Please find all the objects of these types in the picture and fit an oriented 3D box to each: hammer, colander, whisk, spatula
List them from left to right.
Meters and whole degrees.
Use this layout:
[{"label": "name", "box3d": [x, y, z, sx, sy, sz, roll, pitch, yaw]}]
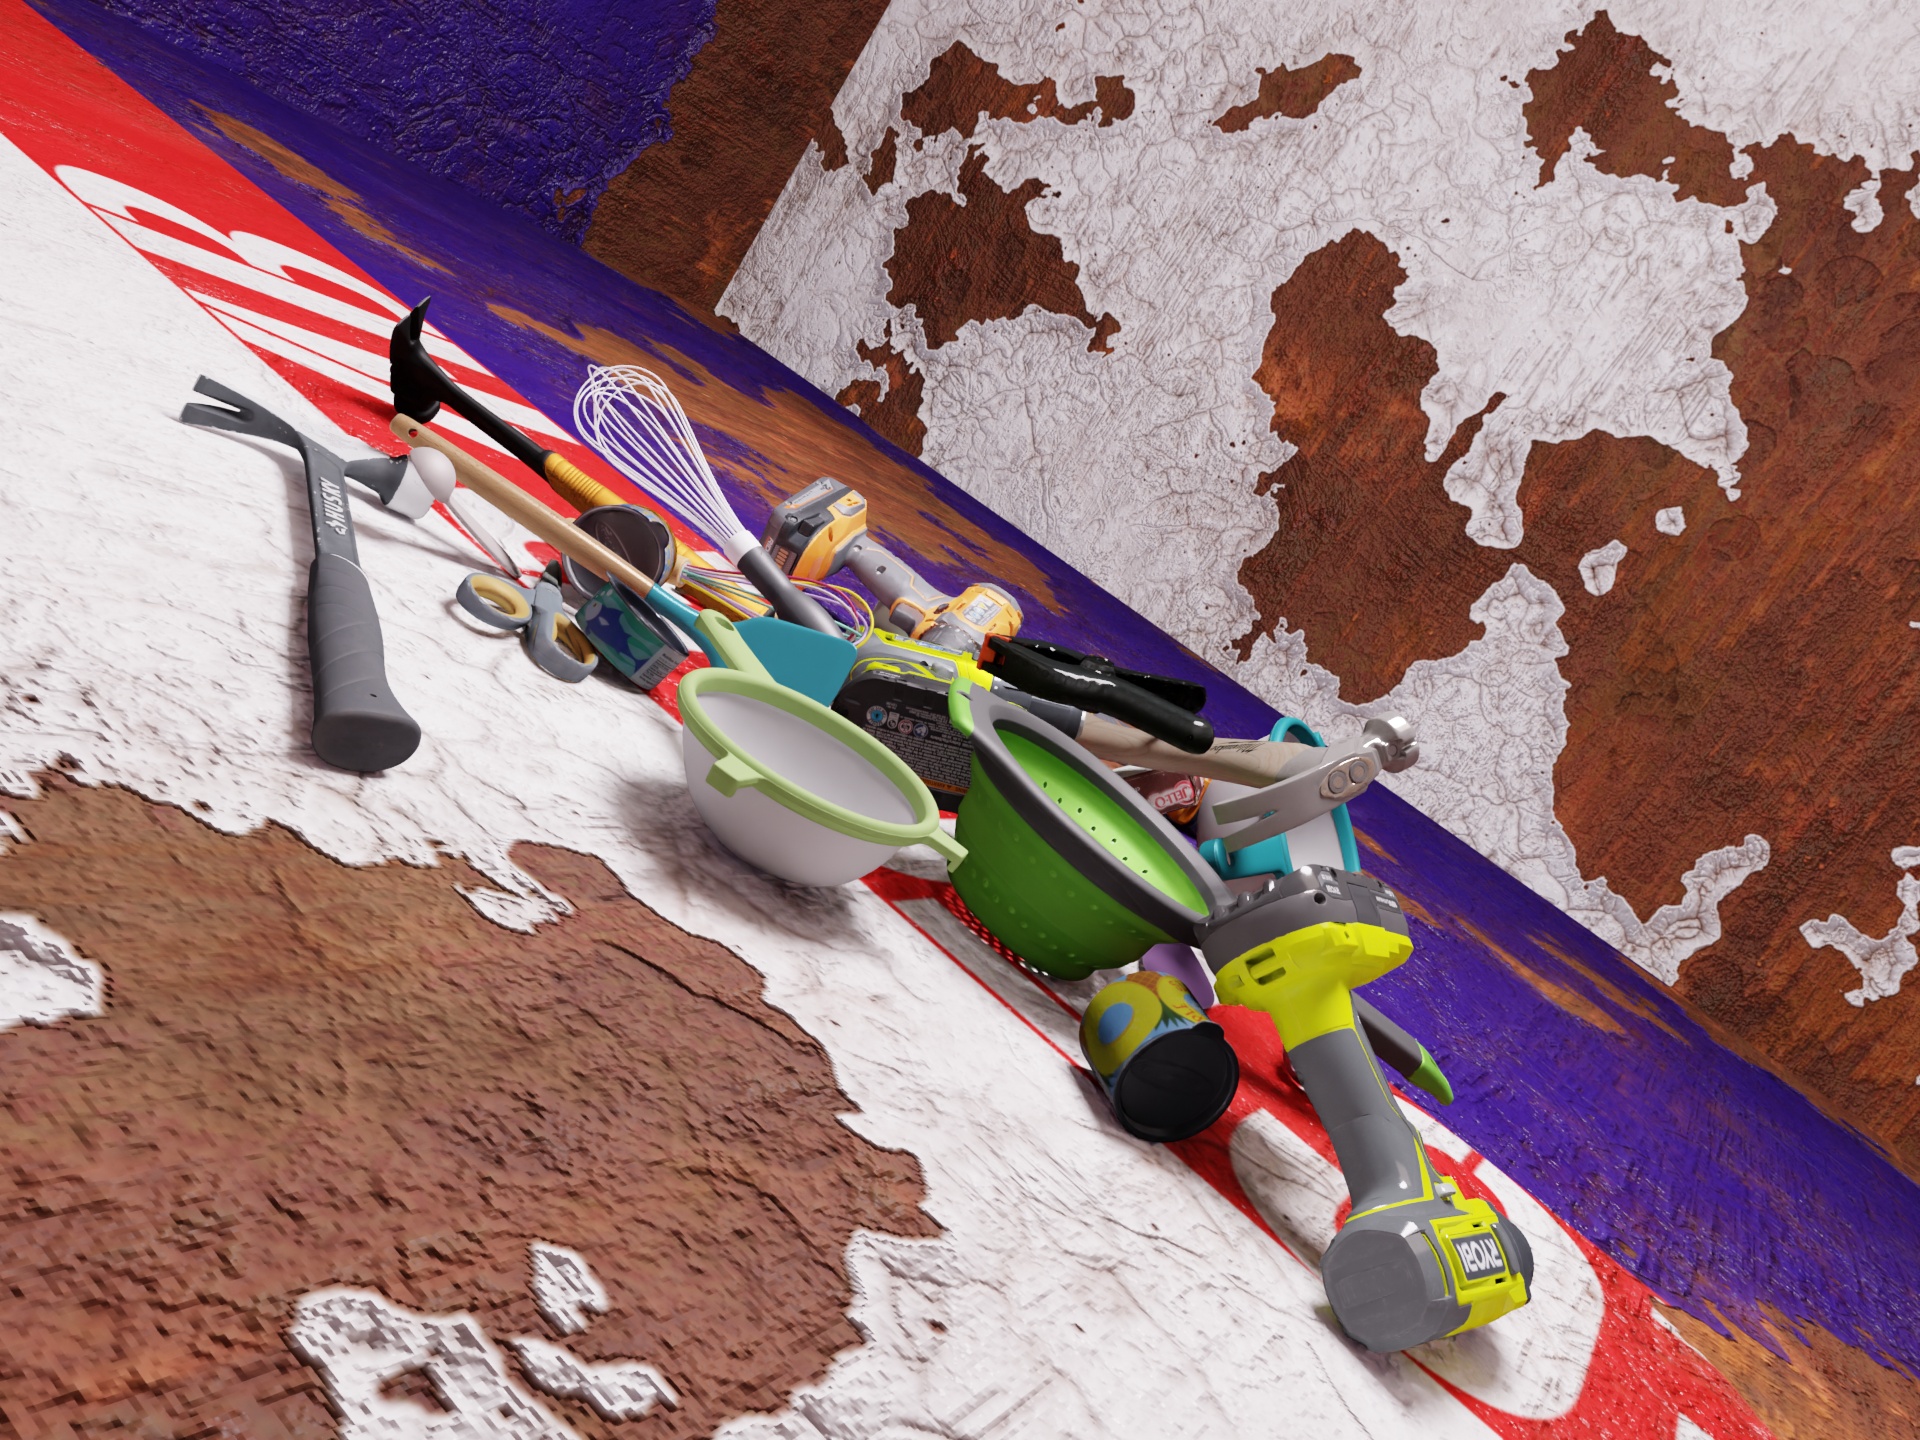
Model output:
[{"label": "hammer", "box3d": [-0.319, -0.083, 0.805, 0.149, 0.036, 0.409, 24, 15, -32]}, {"label": "hammer", "box3d": [-0.275, -0.171, 1.166, 0.337, 0.034, 0.127, 37, -27, -2]}, {"label": "spatula", "box3d": [-0.216, -0.097, 0.998, 0.317, 0.082, 0.044, 34, -7, -12]}, {"label": "whisk", "box3d": [-0.168, -0.139, 1.079, 0.285, 0.070, 0.070, 48, 15, 14]}, {"label": "whisk", "box3d": [-0.173, -0.100, 1.122, 0.245, 0.047, 0.051, 20, 5, 12]}, {"label": "hammer", "box3d": [0.141, 0.026, 1.148, 0.411, 0.146, 0.038, 9, -60, 66]}, {"label": "colander", "box3d": [0.124, 0.135, 0.954, 0.397, 0.094, 0.205, 38, 13, -9]}, {"label": "spatula", "box3d": [0.159, 0.147, 1.162, 0.060, 0.018, 0.316, 37, 13, 0]}]

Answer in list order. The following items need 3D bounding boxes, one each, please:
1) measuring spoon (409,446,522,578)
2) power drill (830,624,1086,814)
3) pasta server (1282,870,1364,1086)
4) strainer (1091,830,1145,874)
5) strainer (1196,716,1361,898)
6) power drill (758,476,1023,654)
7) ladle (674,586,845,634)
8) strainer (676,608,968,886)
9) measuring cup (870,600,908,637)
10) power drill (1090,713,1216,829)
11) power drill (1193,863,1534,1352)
[{"label": "measuring spoon", "box3d": [-0.293, -0.125, 0.964, 0.034, 0.018, 0.124, 61, 0, 32]}, {"label": "power drill", "box3d": [-0.002, -0.004, 1.121, 0.190, 0.080, 0.228, 14, 13, -1]}, {"label": "pasta server", "box3d": [0.268, 0.174, 1.120, 0.060, 0.040, 0.316, 26, 27, 8]}, {"label": "strainer", "box3d": [0.134, 0.107, 1.187, 0.087, 0.050, 0.258, 66, 12, 8]}, {"label": "strainer", "box3d": [0.212, 0.106, 1.195, 0.340, 0.095, 0.211, 5, 73, -61]}, {"label": "power drill", "box3d": [-0.071, -0.105, 1.387, 0.226, 0.084, 0.185, 34, 35, 6]}, {"label": "ladle", "box3d": [-0.066, -0.063, 1.250, 0.320, 0.062, 0.078, 20, -3, -13]}, {"label": "strainer", "box3d": [-0.112, 0.016, 0.861, 0.151, 0.069, 0.257, 22, 15, -34]}, {"label": "measuring cup", "box3d": [-0.039, -0.061, 1.456, 0.083, 0.038, 0.168, 22, 26, -28]}, {"label": "power drill", "box3d": [0.147, 0.012, 1.528, 0.226, 0.084, 0.164, 25, 13, -17]}, {"label": "power drill", "box3d": [0.212, 0.194, 0.806, 0.171, 0.080, 0.223, 17, 48, -50]}]
